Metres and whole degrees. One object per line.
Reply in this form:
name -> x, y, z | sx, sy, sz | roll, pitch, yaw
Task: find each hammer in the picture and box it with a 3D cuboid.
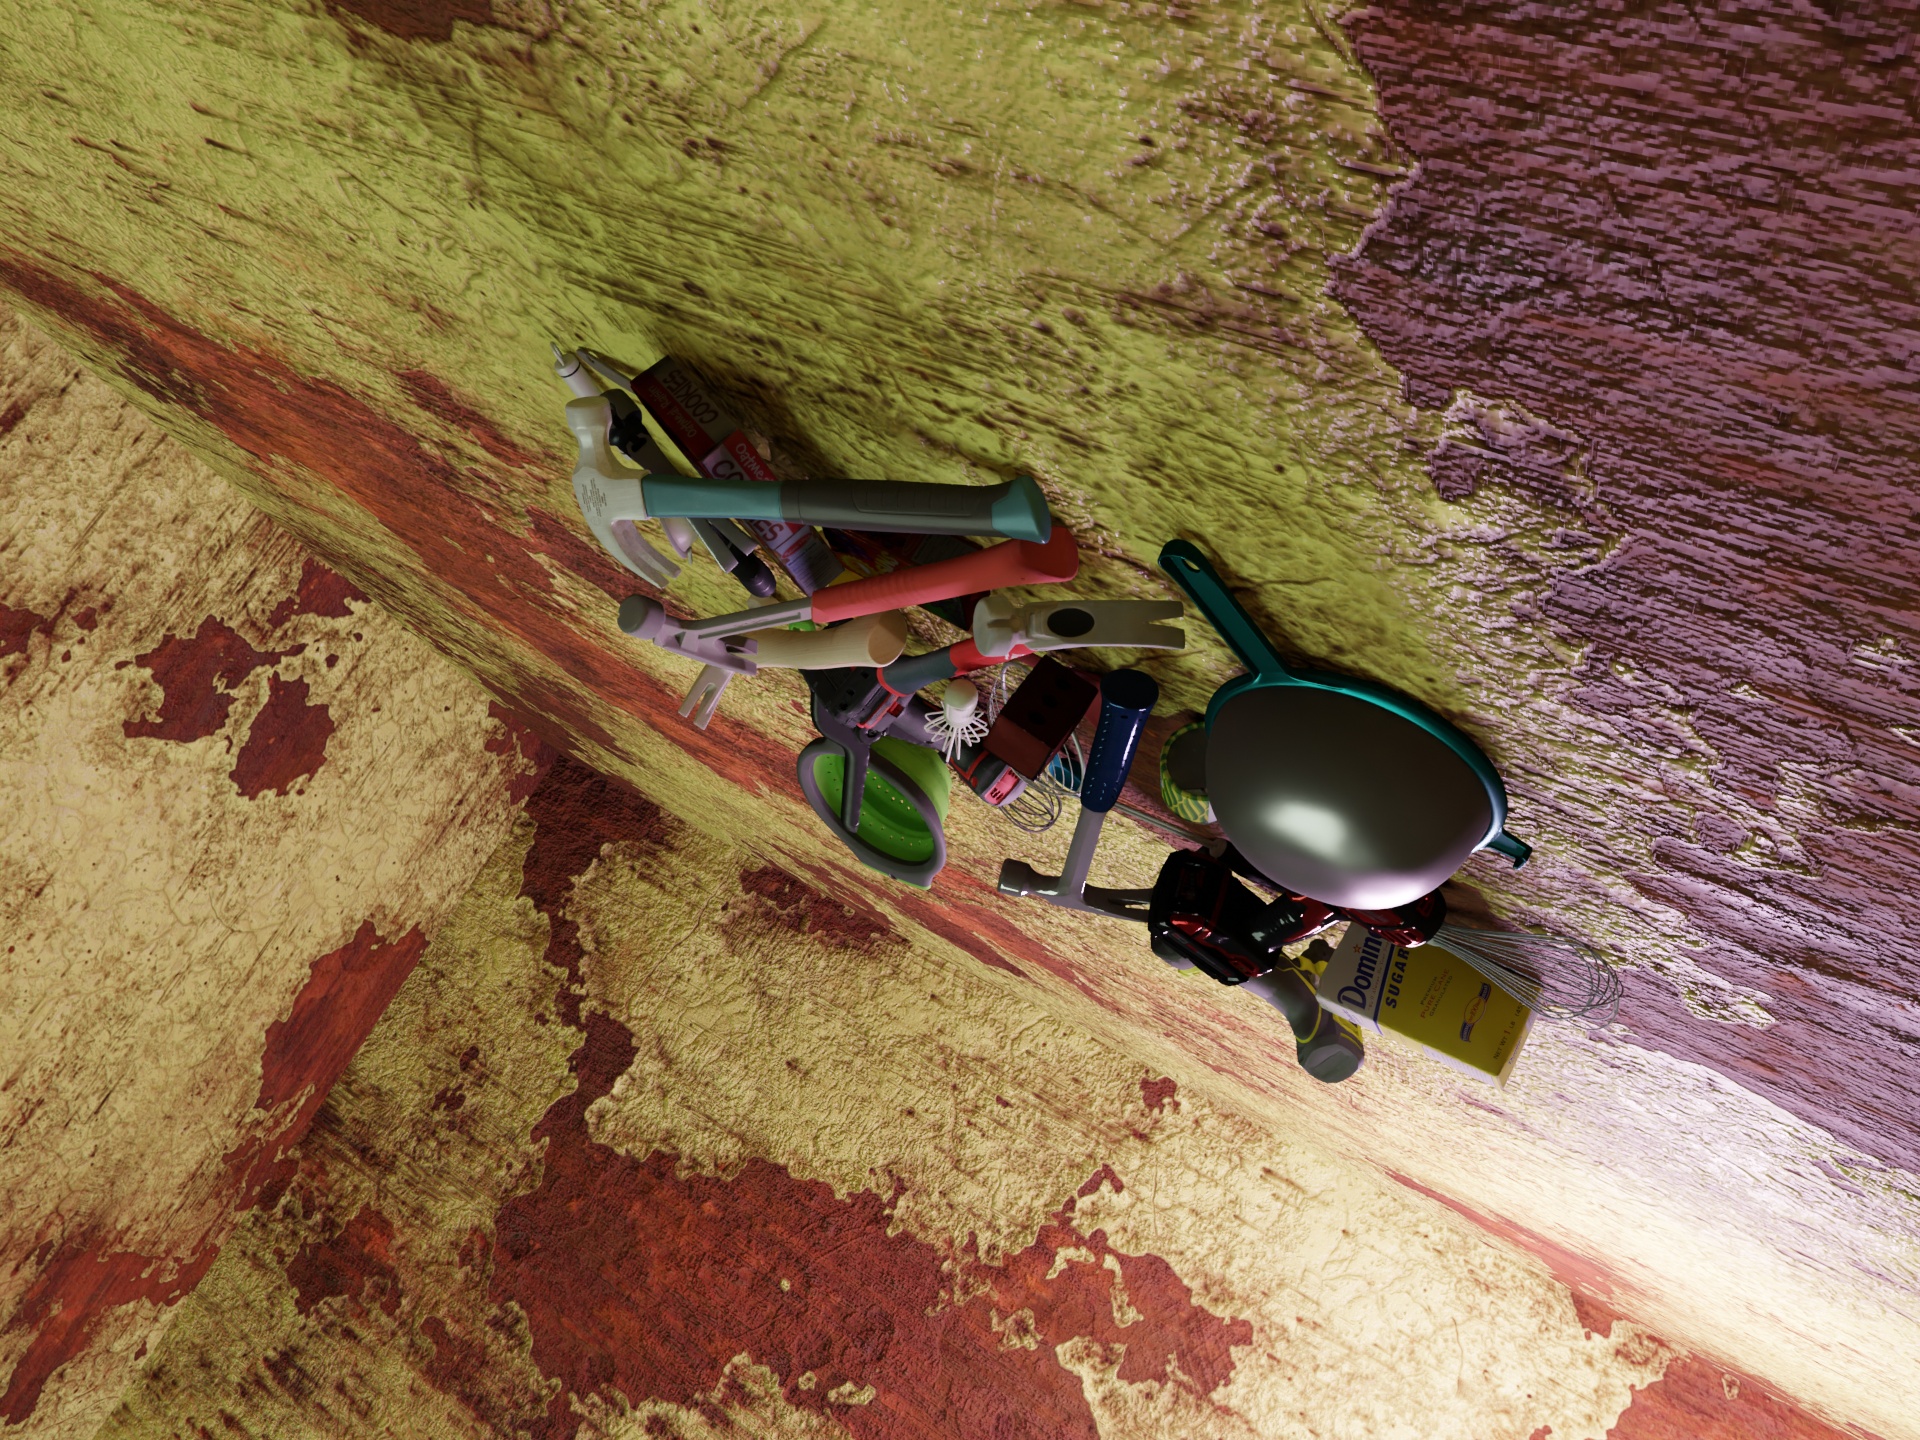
hammer -> -0.071, -0.085, 1.150 | 0.359, 0.037, 0.149 | -9, 164, 34
hammer -> -0.148, -0.055, 1.394 | 0.038, 0.146, 0.411 | 36, 167, -21
hammer -> 0.116, 0.073, 1.312 | 0.144, 0.035, 0.405 | 14, 152, 4
hammer -> -0.196, -0.151, 1.300 | 0.149, 0.036, 0.409 | 48, 178, 6
hammer -> 0.026, -0.051, 1.199 | 0.143, 0.038, 0.386 | -1, 177, -18
hammer -> -0.103, -0.145, 1.051 | 0.331, 0.033, 0.128 | 5, 118, 16

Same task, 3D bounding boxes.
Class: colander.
colander -> -0.096, 0.017, 1.737 | 0.205, 0.094, 0.396 | 18, 143, 33

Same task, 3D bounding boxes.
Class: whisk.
whisk -> 0.013, 0.042, 1.622 | 0.238, 0.055, 0.055 | 37, 165, -24
whisk -> 0.408, 0.179, 1.287 | 0.070, 0.070, 0.285 | 41, 168, -33
whisk -> -0.002, -0.004, 1.283 | 0.058, 0.059, 0.246 | 13, 173, 1

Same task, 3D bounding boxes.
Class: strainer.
strainer -> 0.210, 0.026, 1.030 | 0.211, 0.095, 0.340 | 0, 143, 47
strainer -> -0.272, -0.224, 1.347 | 0.258, 0.050, 0.087 | 56, -164, -47

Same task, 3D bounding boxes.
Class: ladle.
ladle -> 0.015, -0.073, 1.291 | 0.315, 0.031, 0.069 | 31, 154, 9

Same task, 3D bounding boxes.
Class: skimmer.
skimmer -> 0.184, 0.061, 1.394 | 0.363, 0.090, 0.127 | 24, 169, -13

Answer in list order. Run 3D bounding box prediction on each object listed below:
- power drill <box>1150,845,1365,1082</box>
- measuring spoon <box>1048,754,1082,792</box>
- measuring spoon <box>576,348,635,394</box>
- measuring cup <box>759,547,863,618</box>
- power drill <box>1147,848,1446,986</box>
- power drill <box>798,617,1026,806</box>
power drill -> 0.289, 0.225, 1.521 | 0.223, 0.080, 0.171 | 37, -151, -15
measuring spoon -> 0.088, 0.021, 1.492 | 0.042, 0.021, 0.128 | 19, 152, 43
measuring spoon -> -0.251, -0.264, 1.230 | 0.124, 0.018, 0.034 | 33, 164, 24
measuring cup -> -0.121, -0.128, 1.403 | 0.157, 0.029, 0.062 | 33, 171, 34
power drill -> 0.255, 0.132, 1.301 | 0.187, 0.080, 0.226 | 37, 145, -22
power drill -> -0.039, -0.010, 1.480 | 0.219, 0.078, 0.143 | 34, -170, -36
